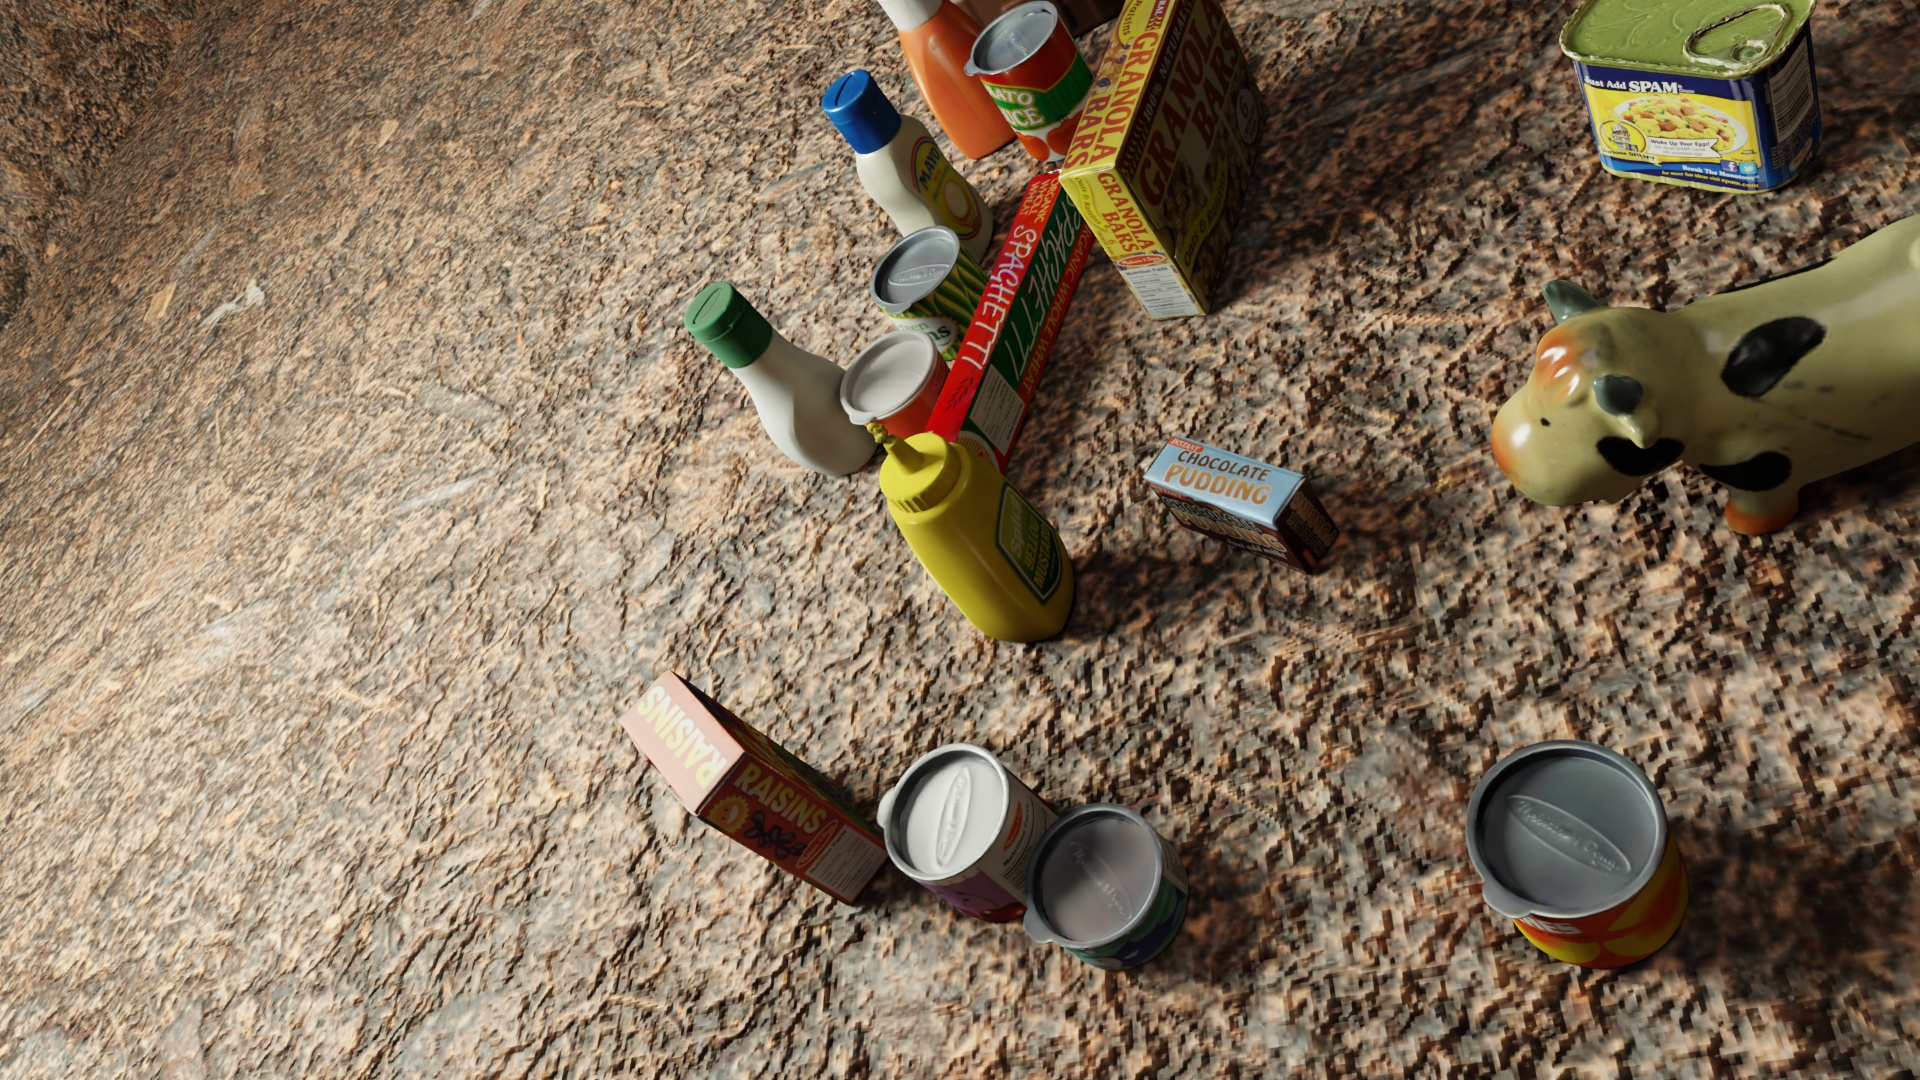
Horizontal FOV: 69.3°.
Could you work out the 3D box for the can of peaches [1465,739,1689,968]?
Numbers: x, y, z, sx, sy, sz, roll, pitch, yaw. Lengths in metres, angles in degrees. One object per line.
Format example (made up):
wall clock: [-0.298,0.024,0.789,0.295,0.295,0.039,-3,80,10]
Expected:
can of peaches: [0.222,0.116,0.503,0.071,0.058,0.071,-19,48,24]

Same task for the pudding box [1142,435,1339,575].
pudding box: [0.136,-0.019,0.677,0.084,0.049,0.030,25,75,45]

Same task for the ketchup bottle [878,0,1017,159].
ketchup bottle: [-0.009,-0.334,0.953,0.064,0.148,0.044,-34,44,11]

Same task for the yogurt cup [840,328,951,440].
yogurt cup: [-0.031,-0.087,0.849,0.072,0.053,0.073,-19,48,24]

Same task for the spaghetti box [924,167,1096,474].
spaghetti box: [0.028,-0.114,0.829,0.028,0.050,0.251,1,59,37]

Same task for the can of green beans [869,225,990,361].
can of green beans: [-0.015,-0.157,0.888,0.071,0.057,0.071,-19,48,24]

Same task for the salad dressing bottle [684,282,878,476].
salad dressing bottle: [-0.107,-0.097,0.843,0.044,0.147,0.064,19,71,44]

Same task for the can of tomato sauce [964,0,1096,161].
can of tomato sauce: [0.053,-0.306,0.935,0.071,0.083,0.071,-20,48,24]

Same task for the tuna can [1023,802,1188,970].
tuna can: [0.063,0.154,0.609,0.071,0.032,0.071,-19,48,24]

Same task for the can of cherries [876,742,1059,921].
can of cherries: [0.005,0.136,0.647,0.071,0.058,0.072,-19,48,24]

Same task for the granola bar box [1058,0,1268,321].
granola bar box: [0.122,-0.229,0.795,0.039,0.124,0.166,0,58,36]

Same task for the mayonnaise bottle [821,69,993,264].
mayonnaise bottle: [-0.033,-0.236,0.896,0.041,0.147,0.065,-2,57,36]

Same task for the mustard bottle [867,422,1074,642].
mustard bottle: [0.002,-0.009,0.686,0.048,0.160,0.065,-13,51,29]

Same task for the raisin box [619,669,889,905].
raisin box: [-0.100,0.123,0.686,0.040,0.123,0.086,-49,43,-5]
